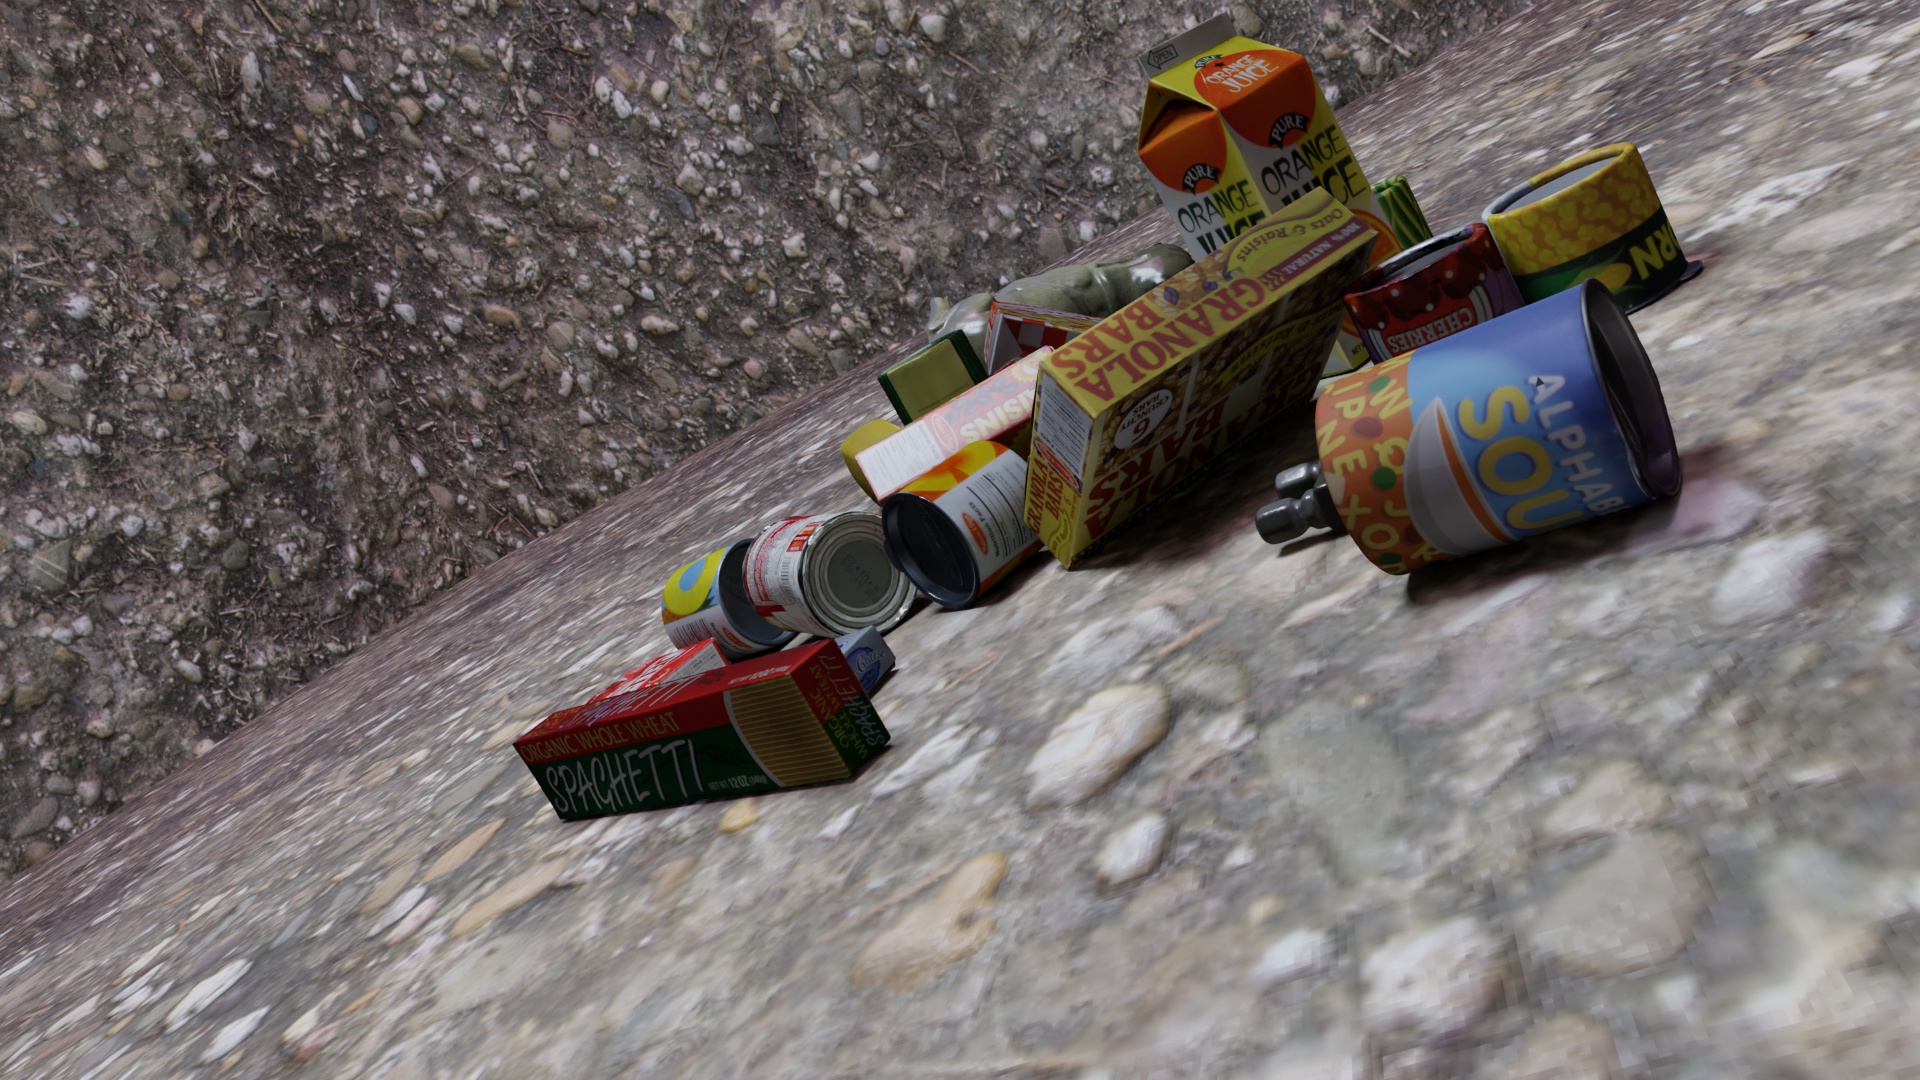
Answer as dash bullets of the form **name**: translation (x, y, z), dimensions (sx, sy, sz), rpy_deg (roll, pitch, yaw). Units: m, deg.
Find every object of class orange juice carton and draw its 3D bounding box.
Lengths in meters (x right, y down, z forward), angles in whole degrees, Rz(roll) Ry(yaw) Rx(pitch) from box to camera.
- **orange juice carton**: translation (0.163, -0.184, 0.741), dimensions (0.072, 0.192, 0.073), rpy_deg (-36, 12, -25)

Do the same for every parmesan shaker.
- **parmesan shaker**: translation (0.000, -0.081, 0.919), dimensions (0.071, 0.103, 0.071), rpy_deg (-28, 11, 6)

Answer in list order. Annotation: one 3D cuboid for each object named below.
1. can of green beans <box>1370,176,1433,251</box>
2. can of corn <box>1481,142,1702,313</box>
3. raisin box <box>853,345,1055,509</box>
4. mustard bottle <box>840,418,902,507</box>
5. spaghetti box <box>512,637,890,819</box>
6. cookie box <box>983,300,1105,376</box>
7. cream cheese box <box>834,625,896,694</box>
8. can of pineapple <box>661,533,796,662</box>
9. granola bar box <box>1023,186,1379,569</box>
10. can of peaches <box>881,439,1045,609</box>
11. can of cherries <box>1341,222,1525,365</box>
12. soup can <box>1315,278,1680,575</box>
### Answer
- **can of green beans**: translation (0.254, -0.183, 0.855), dimensions (0.071, 0.057, 0.071), rpy_deg (-28, 11, 6)
- **can of corn**: translation (0.267, -0.129, 0.590), dimensions (0.071, 0.058, 0.071), rpy_deg (-29, 11, 6)
- **raisin box**: translation (0.015, -0.042, 0.765), dimensions (0.123, 0.085, 0.040), rpy_deg (-29, 54, 0)
- **mustard bottle**: translation (-0.043, -0.051, 1.006), dimensions (0.049, 0.065, 0.160), rpy_deg (-37, 18, -9)
- **spaghetti box**: translation (-0.127, 0.090, 0.625), dimensions (0.249, 0.050, 0.029), rpy_deg (-18, 15, 46)
- **cookie box**: translation (0.079, -0.120, 0.886), dimensions (0.123, 0.040, 0.168), rpy_deg (11, 13, -3)
- **cream cheese box**: translation (-0.084, 0.075, 0.653), dimensions (0.103, 0.024, 0.054), rpy_deg (-21, 15, 36)
- **can of pineapple**: translation (-0.136, 0.037, 0.833), dimensions (0.057, 0.071, 0.071), rpy_deg (-21, 14, 39)
- **granola bar box**: translation (0.104, -0.072, 0.633), dimensions (0.166, 0.039, 0.123), rpy_deg (-34, -25, -20)
- **can of peaches**: translation (0.002, -0.009, 0.694), dimensions (0.058, 0.071, 0.071), rpy_deg (-36, 13, -32)
- **can of cherries**: translation (0.204, -0.094, 0.592), dimensions (0.071, 0.058, 0.071), rpy_deg (-28, 11, 6)
- **soup can**: translation (0.158, -0.029, 0.413), dimensions (0.083, 0.071, 0.072), rpy_deg (-22, 14, 37)
